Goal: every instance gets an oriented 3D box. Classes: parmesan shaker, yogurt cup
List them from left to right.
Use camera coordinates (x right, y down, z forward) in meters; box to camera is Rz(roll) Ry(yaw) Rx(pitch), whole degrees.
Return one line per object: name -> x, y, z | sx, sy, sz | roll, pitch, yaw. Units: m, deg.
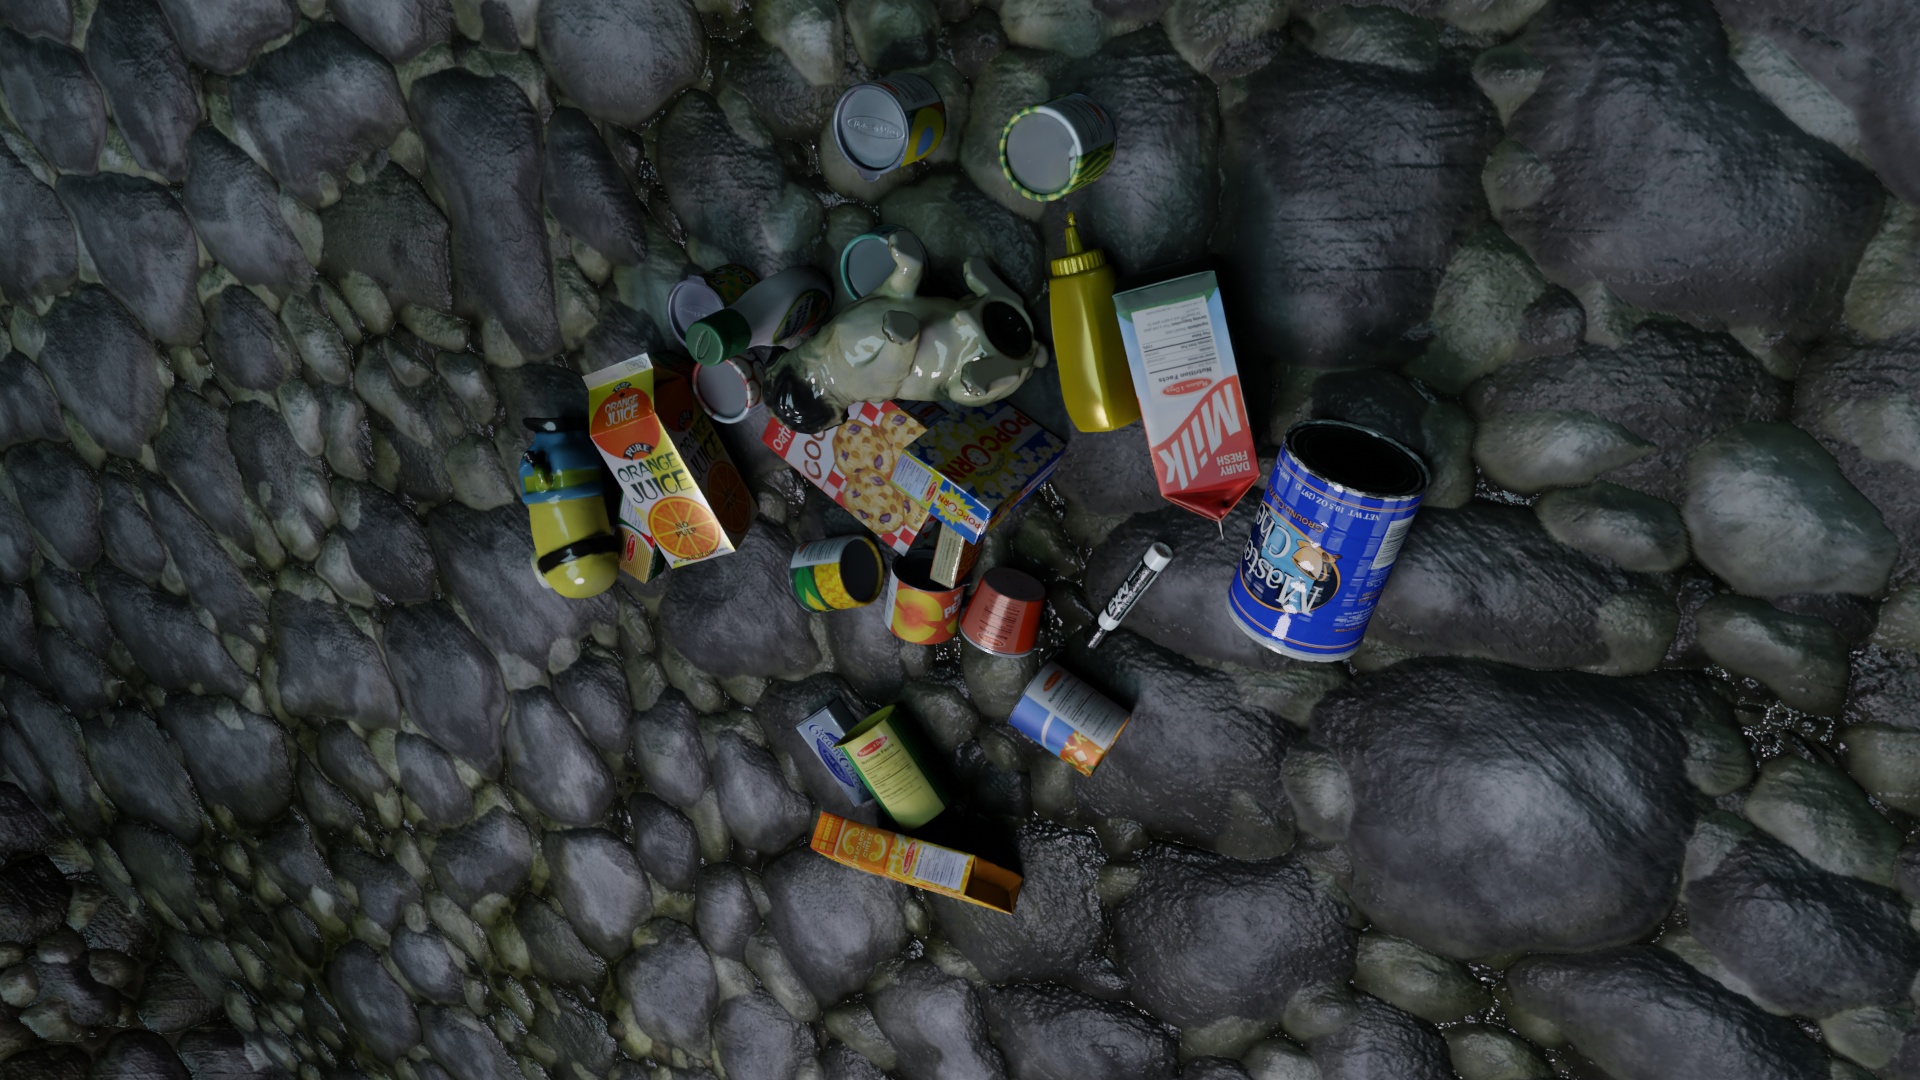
parmesan shaker -> -0.062, 0.216, 1.309 | 0.071, 0.072, 0.103 | -29, 97, 38
yogurt cup -> 0.038, 0.058, 1.170 | 0.072, 0.073, 0.053 | 26, 117, 18

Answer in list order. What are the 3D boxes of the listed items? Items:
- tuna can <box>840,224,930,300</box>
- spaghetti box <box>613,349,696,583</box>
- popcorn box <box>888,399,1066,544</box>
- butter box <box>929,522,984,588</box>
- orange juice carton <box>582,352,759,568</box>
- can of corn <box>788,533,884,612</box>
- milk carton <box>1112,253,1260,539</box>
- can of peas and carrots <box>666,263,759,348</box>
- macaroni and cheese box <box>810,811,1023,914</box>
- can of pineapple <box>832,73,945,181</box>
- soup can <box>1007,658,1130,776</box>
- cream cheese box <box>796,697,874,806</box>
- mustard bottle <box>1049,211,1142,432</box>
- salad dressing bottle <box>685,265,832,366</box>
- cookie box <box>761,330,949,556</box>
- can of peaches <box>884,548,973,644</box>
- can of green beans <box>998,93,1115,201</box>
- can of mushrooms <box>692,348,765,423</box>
tuna can -> -0.063, -0.216, 1.111 | 0.071, 0.033, 0.070 | 14, 120, 25
spaghetti box -> -0.292, -0.067, 1.332 | 0.050, 0.029, 0.248 | 31, 126, 15
popcorn box -> 0.015, -0.060, 1.081 | 0.085, 0.127, 0.038 | 36, 132, 11
butter box -> 0.004, -0.015, 1.160 | 0.024, 0.053, 0.103 | 24, 125, 16
orange juice carton -> -0.263, -0.076, 1.248 | 0.071, 0.073, 0.192 | -15, 119, 21
can of corn -> -0.109, 0.031, 1.245 | 0.058, 0.071, 0.071 | -9, 109, 34
milk carton -> 0.167, -0.099, 0.991 | 0.073, 0.072, 0.190 | -12, 107, 14
can of peas and carrots -> -0.208, -0.201, 1.192 | 0.071, 0.059, 0.070 | 14, 120, 25
macaroni and cheese box -> -0.041, 0.306, 1.313 | 0.166, 0.040, 0.123 | 9, 162, 28
can of pineapple -> -0.054, -0.311, 1.040 | 0.071, 0.058, 0.070 | 14, 120, 26
soup can -> 0.092, 0.152, 1.183 | 0.084, 0.072, 0.071 | 34, 127, 13
cream cheese box -> -0.111, 0.209, 1.363 | 0.053, 0.024, 0.104 | -34, 93, 38
mustard bottle -> 0.096, -0.162, 1.023 | 0.049, 0.065, 0.159 | -1, 107, 42
salad dressing bottle -> -0.161, -0.179, 1.116 | 0.044, 0.148, 0.064 | 38, 128, 10
cookie box -> -0.079, -0.085, 1.183 | 0.167, 0.040, 0.122 | 39, 128, 10
can of peaches -> -0.028, 0.049, 1.204 | 0.071, 0.071, 0.057 | 24, 124, 20
can of green beans -> 0.068, -0.278, 0.982 | 0.071, 0.058, 0.071 | 14, 120, 26
can of mushrooms -> -0.205, -0.142, 1.237 | 0.071, 0.034, 0.070 | 15, 121, 26
